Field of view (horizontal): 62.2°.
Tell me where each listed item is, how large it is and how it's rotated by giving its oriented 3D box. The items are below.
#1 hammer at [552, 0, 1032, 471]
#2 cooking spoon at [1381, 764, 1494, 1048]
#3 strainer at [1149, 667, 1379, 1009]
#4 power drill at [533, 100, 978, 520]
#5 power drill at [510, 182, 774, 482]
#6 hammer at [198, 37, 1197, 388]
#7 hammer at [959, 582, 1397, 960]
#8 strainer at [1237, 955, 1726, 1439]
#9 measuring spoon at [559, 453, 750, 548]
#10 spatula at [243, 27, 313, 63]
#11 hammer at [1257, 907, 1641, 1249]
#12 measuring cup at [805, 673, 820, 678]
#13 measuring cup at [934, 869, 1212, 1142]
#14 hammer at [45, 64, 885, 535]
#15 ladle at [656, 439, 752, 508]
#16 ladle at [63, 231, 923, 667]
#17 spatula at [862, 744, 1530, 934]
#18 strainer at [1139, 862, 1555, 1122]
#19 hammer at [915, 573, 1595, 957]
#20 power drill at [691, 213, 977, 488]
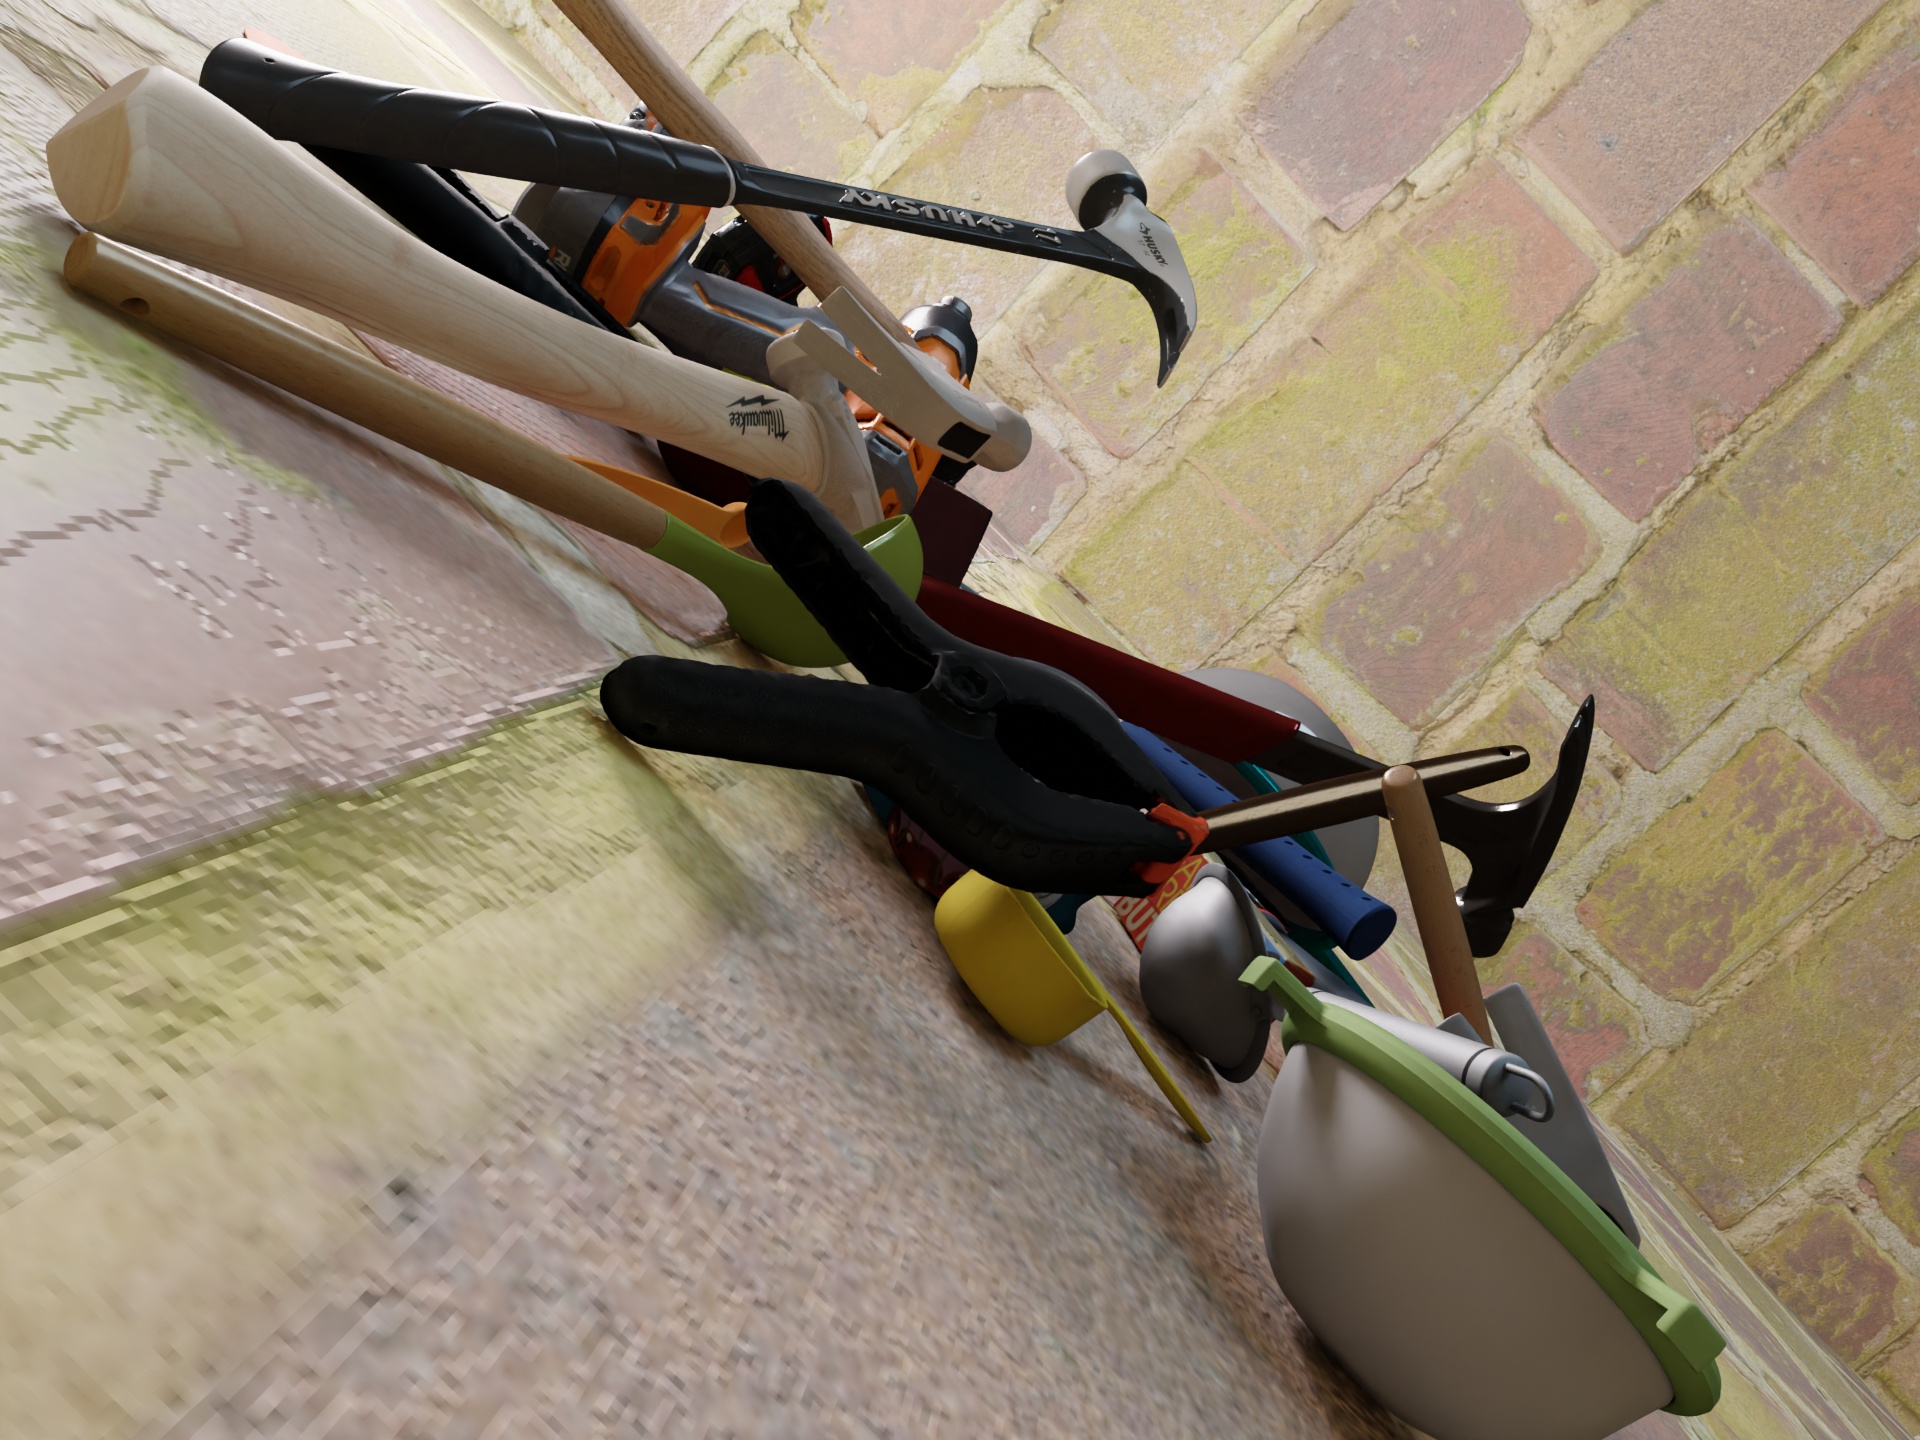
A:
[{"bbox_3d":[-0.096,-0.246,0.745,0.331,0.031,0.130,51,19,17],"label":"hammer"},{"bbox_3d":[0.215,0.137,0.664,0.318,0.017,0.069,64,-3,-35],"label":"cooking spoon"},{"bbox_3d":[0.234,0.088,1.035,0.340,0.095,0.211,53,-13,-13],"label":"strainer"},{"bbox_3d":[-0.095,-0.217,0.835,0.226,0.084,0.164,33,52,-11],"label":"power drill"},{"bbox_3d":[-0.147,-0.227,0.960,0.228,0.080,0.190,43,9,5],"label":"power drill"},{"bbox_3d":[-0.082,-0.212,0.643,0.408,0.036,0.149,2,47,-26],"label":"hammer"},{"bbox_3d":[0.092,0.004,0.936,0.406,0.035,0.143,42,1,37],"label":"hammer"},{"bbox_3d":[0.147,0.186,0.494,0.152,0.069,0.256,40,-14,38],"label":"strainer"},{"bbox_3d":[-0.112,-0.078,0.553,0.011,0.021,0.116,50,22,27],"label":"measuring spoon"},{"bbox_3d":[-0.209,-0.310,0.852,0.322,0.041,0.081,-4,40,-34],"label":"spatula"},{"bbox_3d":[0.178,0.131,0.703,0.143,0.038,0.386,63,-3,-10],"label":"hammer"},{"bbox_3d":[-0.001,-0.002,0.659,0.095,0.052,0.173,51,9,33],"label":"measuring cup"},{"bbox_3d":[0.039,0.100,0.499,0.156,0.029,0.062,53,2,-38],"label":"measuring cup"},{"bbox_3d":[-0.130,-0.117,0.572,0.410,0.038,0.146,6,69,-67],"label":"hammer"},{"bbox_3d":[-0.073,-0.093,0.840,0.069,0.031,0.315,45,6,24],"label":"ladle"},{"bbox_3d":[-0.115,-0.079,0.490,0.320,0.078,0.062,23,50,-55],"label":"ladle"},{"bbox_3d":[0.112,0.034,0.618,0.317,0.044,0.082,-10,45,-28],"label":"spatula"},{"bbox_3d":[0.119,0.102,0.565,0.050,0.087,0.258,-4,3,-21],"label":"strainer"},{"bbox_3d":[0.121,-0.009,0.797,0.359,0.149,0.037,23,41,19],"label":"hammer"},{"bbox_3d":[-0.075,-0.238,1.059,0.226,0.080,0.188,55,-21,-10],"label":"power drill"}]
